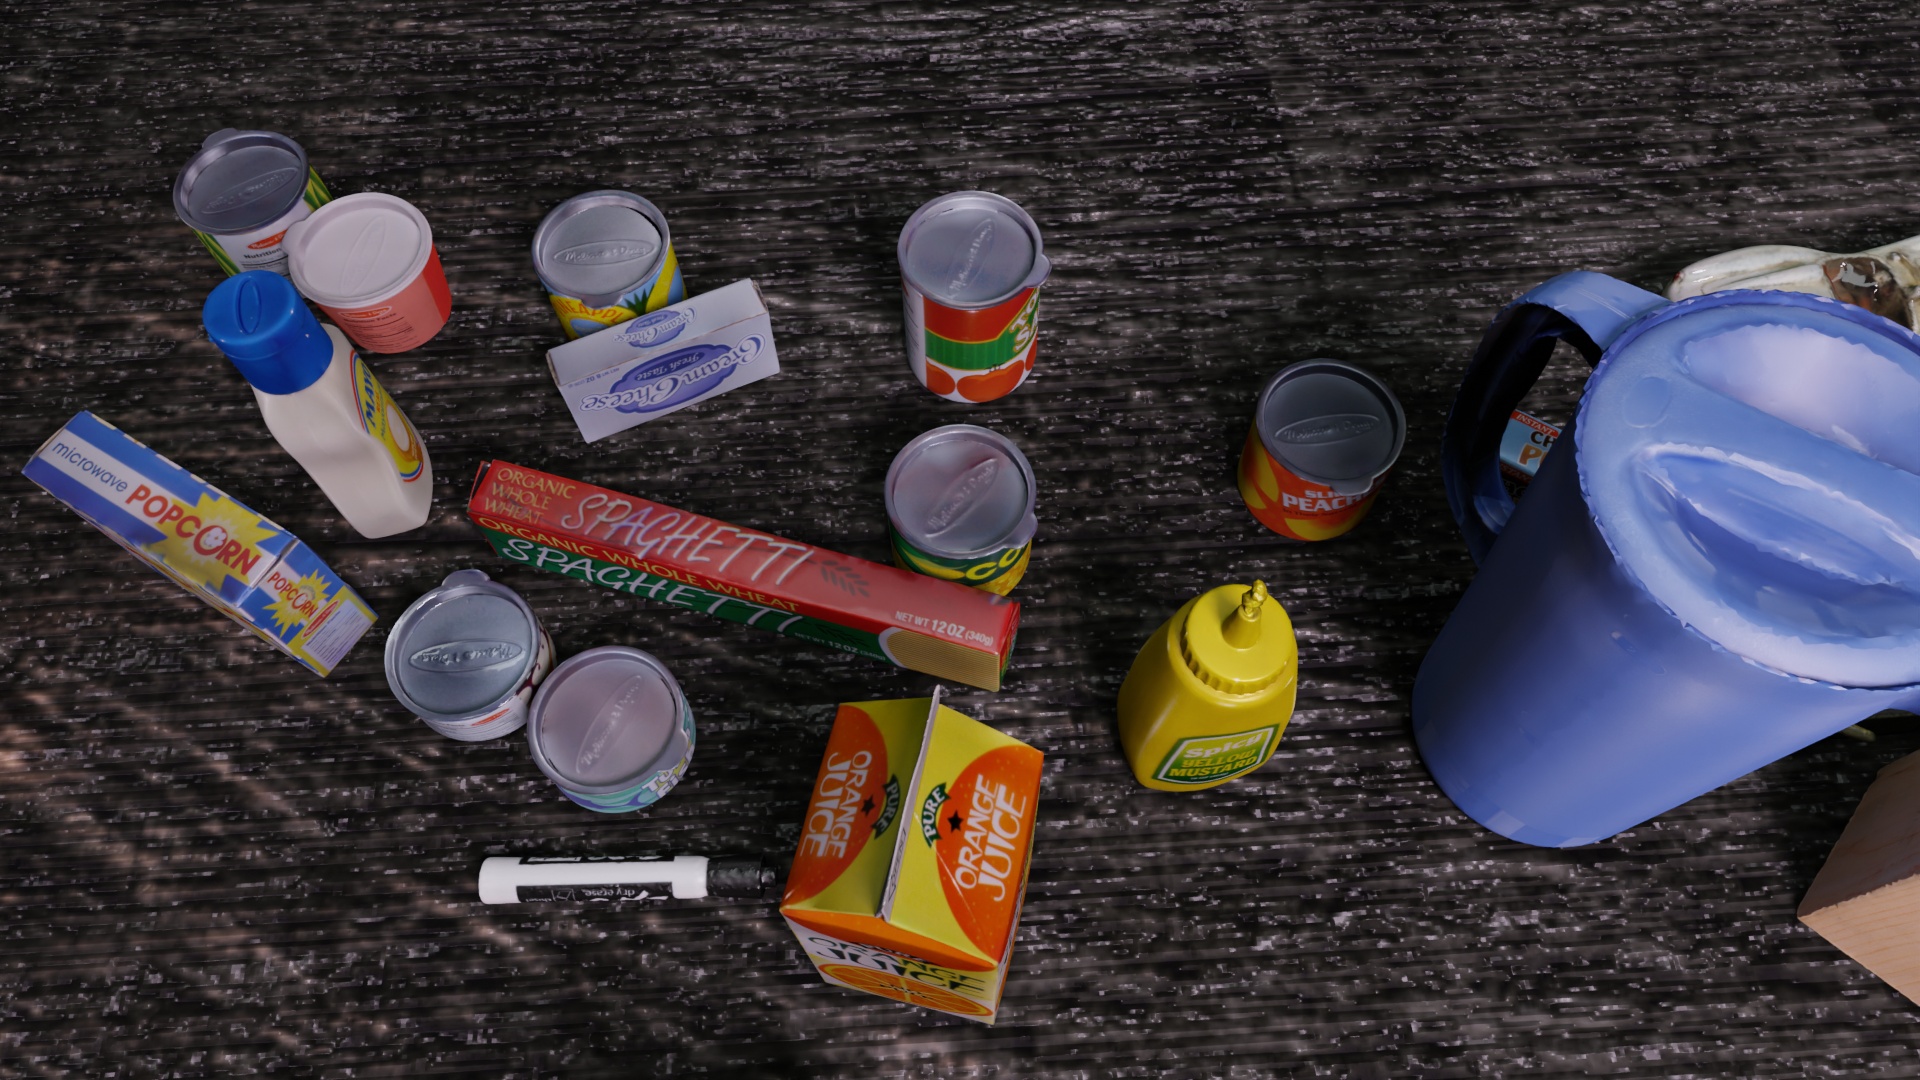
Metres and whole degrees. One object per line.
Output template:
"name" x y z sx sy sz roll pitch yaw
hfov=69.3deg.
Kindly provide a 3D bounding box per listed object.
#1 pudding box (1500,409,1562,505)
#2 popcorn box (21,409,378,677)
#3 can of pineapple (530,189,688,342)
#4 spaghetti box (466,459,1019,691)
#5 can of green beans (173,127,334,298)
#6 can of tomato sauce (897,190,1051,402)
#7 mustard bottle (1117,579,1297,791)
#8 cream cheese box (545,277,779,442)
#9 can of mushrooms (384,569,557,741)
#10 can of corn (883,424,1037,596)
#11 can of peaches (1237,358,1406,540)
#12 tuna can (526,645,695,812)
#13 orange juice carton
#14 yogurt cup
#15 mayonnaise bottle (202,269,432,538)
"pudding box" 0.278 -0.021 0.634 0.084 0.049 0.030 29 68 14
"popcorn box" -0.330 0.002 0.609 0.127 0.085 0.038 28 67 14
"can of pineapple" -0.172 -0.128 0.688 0.071 0.057 0.071 0 64 1
"spaghetti box" -0.098 0.015 0.619 0.250 0.050 0.029 15 65 8
"can of green beans" -0.353 -0.164 0.707 0.071 0.057 0.071 0 64 1
"can of tomato sauce" 0.007 -0.114 0.665 0.071 0.082 0.071 0 64 1
"mustard bottle" 0.098 0.055 0.537 0.065 0.159 0.049 -9 64 -4
"cream cheese box" -0.141 -0.086 0.669 0.104 0.053 0.024 -22 66 -10
"can of mushrooms" -0.214 0.051 0.612 0.071 0.033 0.071 0 64 0
"can of corn" 0.002 -0.008 0.626 0.071 0.058 0.071 0 64 1
"can of peaches" 0.165 -0.039 0.640 0.071 0.057 0.071 0 64 1
"tuna can" -0.146 0.082 0.596 0.071 0.032 0.071 0 64 0
"orange juice carton" -0.014 0.115 0.490 0.073 0.191 0.072 12 65 7
"yogurt cup" -0.289 -0.130 0.692 0.072 0.053 0.072 0 64 1
"mayonnaise bottle" -0.275 -0.059 0.604 0.041 0.147 0.065 -14 65 -6
